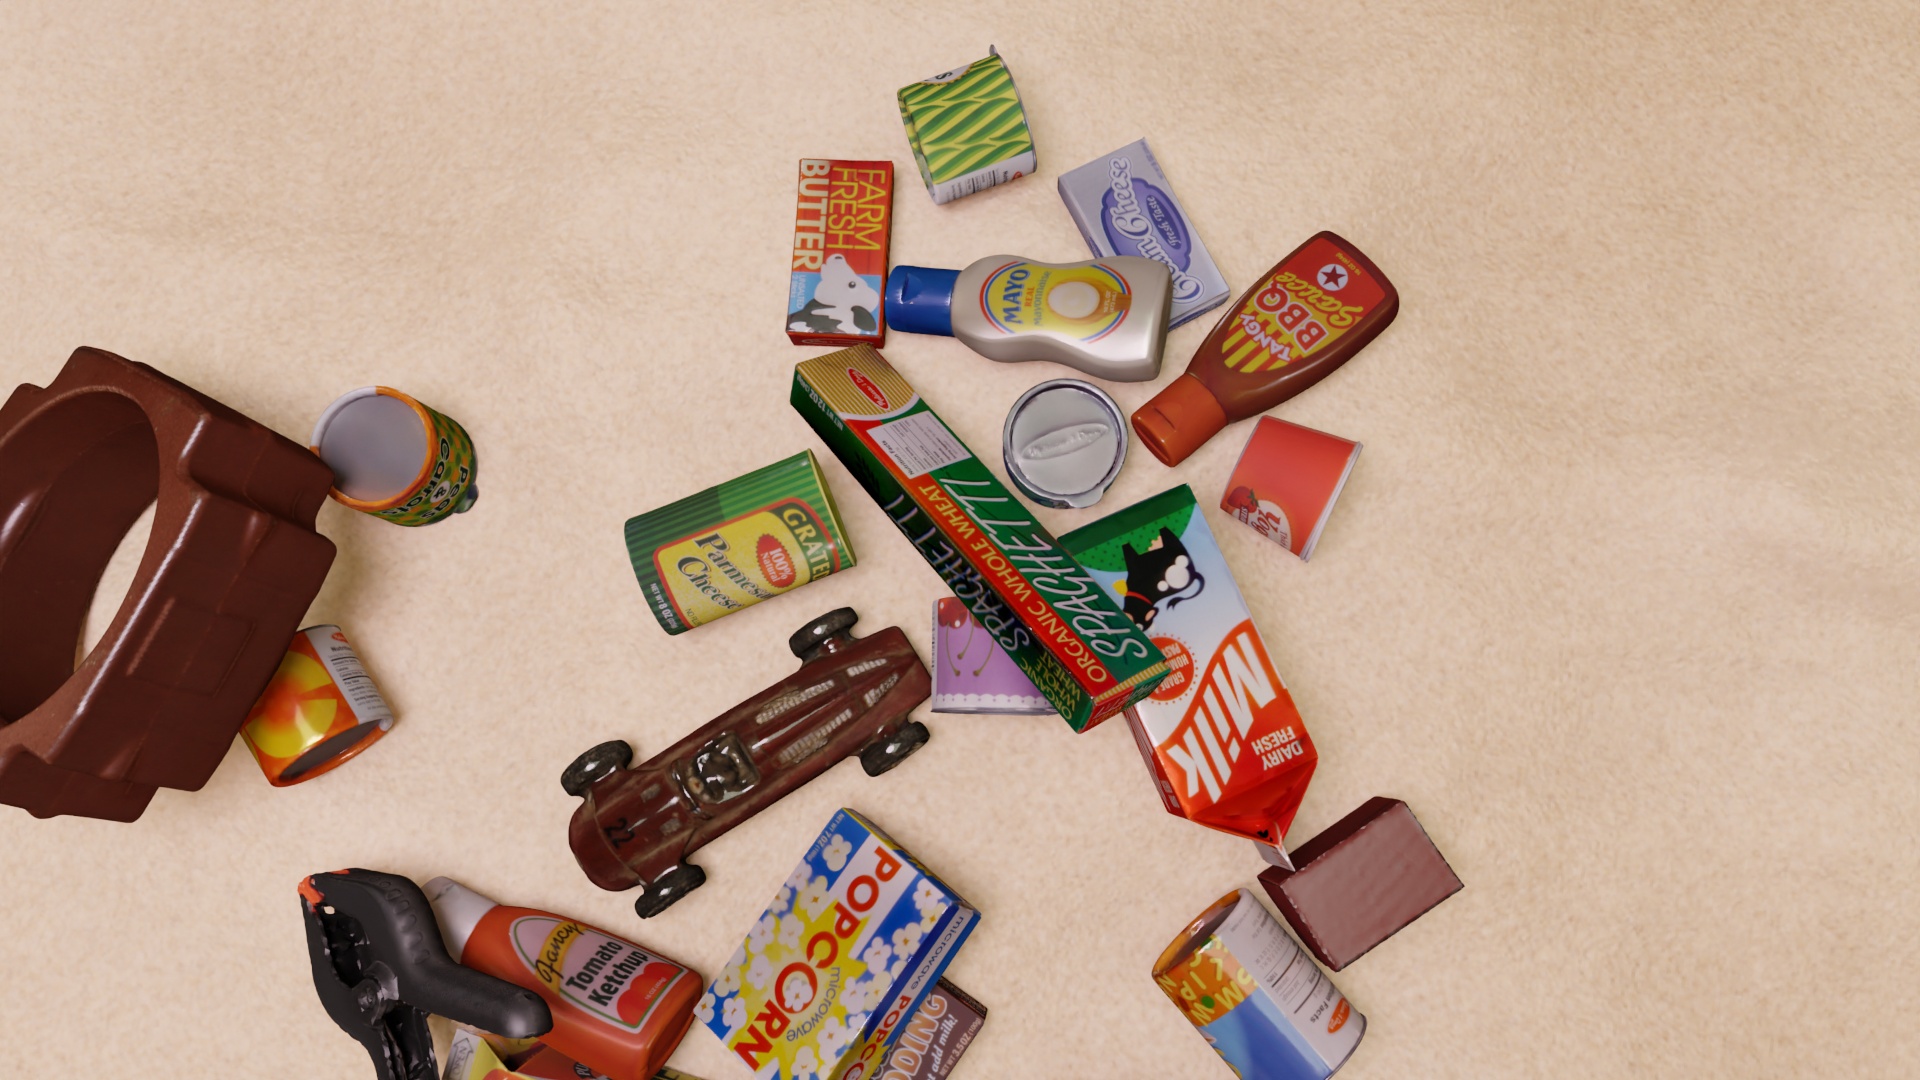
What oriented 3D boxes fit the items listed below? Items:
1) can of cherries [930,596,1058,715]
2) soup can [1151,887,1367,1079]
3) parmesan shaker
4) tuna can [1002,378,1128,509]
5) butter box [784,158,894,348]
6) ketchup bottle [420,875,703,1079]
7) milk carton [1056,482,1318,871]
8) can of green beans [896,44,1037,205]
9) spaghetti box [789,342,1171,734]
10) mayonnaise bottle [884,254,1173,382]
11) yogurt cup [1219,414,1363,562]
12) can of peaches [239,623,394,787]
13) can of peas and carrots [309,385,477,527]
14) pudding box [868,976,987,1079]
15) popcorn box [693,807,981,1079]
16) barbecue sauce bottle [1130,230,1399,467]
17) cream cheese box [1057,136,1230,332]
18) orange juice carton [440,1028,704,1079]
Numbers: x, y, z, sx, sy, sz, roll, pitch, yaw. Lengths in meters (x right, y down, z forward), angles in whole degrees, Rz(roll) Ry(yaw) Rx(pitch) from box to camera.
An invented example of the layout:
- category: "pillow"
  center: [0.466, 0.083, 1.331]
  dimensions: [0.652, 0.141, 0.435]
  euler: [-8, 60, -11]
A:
- category: "can of cherries"
  center: [0.021, 0.059, 0.707]
  dimensions: [0.071, 0.071, 0.058]
  euler: [0, 80, 1]
- category: "soup can"
  center: [0.143, 0.225, 0.681]
  dimensions: [0.071, 0.071, 0.084]
  euler: [-41, 82, -5]
- category: "parmesan shaker"
  center: [-0.113, 0.004, 0.721]
  dimensions: [0.103, 0.071, 0.071]
  euler: [-22, 82, -2]
- category: "tuna can"
  center: [0.056, -0.048, 0.741]
  dimensions: [0.071, 0.033, 0.071]
  euler: [0, 81, 1]
- category: "butter box"
  center: [-0.065, -0.159, 0.765]
  dimensions: [0.053, 0.024, 0.103]
  euler: [3, 81, 2]
- category: "ketchup bottle"
  center: [-0.207, 0.214, 0.693]
  dimensions: [0.149, 0.065, 0.043]
  euler: [21, 116, 13]
- category: "milk carton"
  center: [0.118, 0.075, 0.700]
  dimensions: [0.073, 0.072, 0.190]
  euler: [-24, 82, -3]
- category: "can of green beans"
  center: [0.003, -0.222, 0.752]
  dimensions: [0.058, 0.071, 0.071]
  euler: [-20, 82, -1]
- category: "spaghetti box"
  center: [0.002, -0.009, 0.687]
  dimensions: [0.050, 0.028, 0.251]
  euler: [-22, 57, -33]
- category: "mayonnaise bottle"
  center: [0.035, -0.122, 0.736]
  dimensions: [0.148, 0.041, 0.065]
  euler: [8, 78, 14]
- category: "yogurt cup"
  center: [0.170, -0.030, 0.721]
  dimensions: [0.054, 0.072, 0.072]
  euler: [26, 83, 13]
- category: "can of peaches"
  center: [-0.336, 0.086, 0.711]
  dimensions: [0.071, 0.071, 0.058]
  euler: [-35, 83, -4]
- category: "can of peas and carrots"
  center: [-0.297, -0.042, 0.733]
  dimensions: [0.071, 0.058, 0.071]
  euler: [0, 82, 2]
- category: "pudding box"
  center: [-0.030, 0.258, 0.696]
  dimensions: [0.050, 0.030, 0.084]
  euler: [35, 83, 7]
- category: "popcorn box"
  center: [-0.060, 0.208, 0.683]
  dimensions: [0.085, 0.038, 0.127]
  euler: [32, 82, 35]
- category: "barbecue sauce bottle"
  center: [0.158, -0.098, 0.741]
  dimensions: [0.148, 0.043, 0.065]
  euler: [-39, 69, -4]
- category: "cream cheese box"
  center: [0.100, -0.165, 0.762]
  dimensions: [0.053, 0.024, 0.104]
  euler: [-27, 82, -2]
- category: "orange juice carton"
  center: [-0.164, 0.298, 0.670]
  dimensions: [0.193, 0.073, 0.072]
  euler: [15, 84, 4]
